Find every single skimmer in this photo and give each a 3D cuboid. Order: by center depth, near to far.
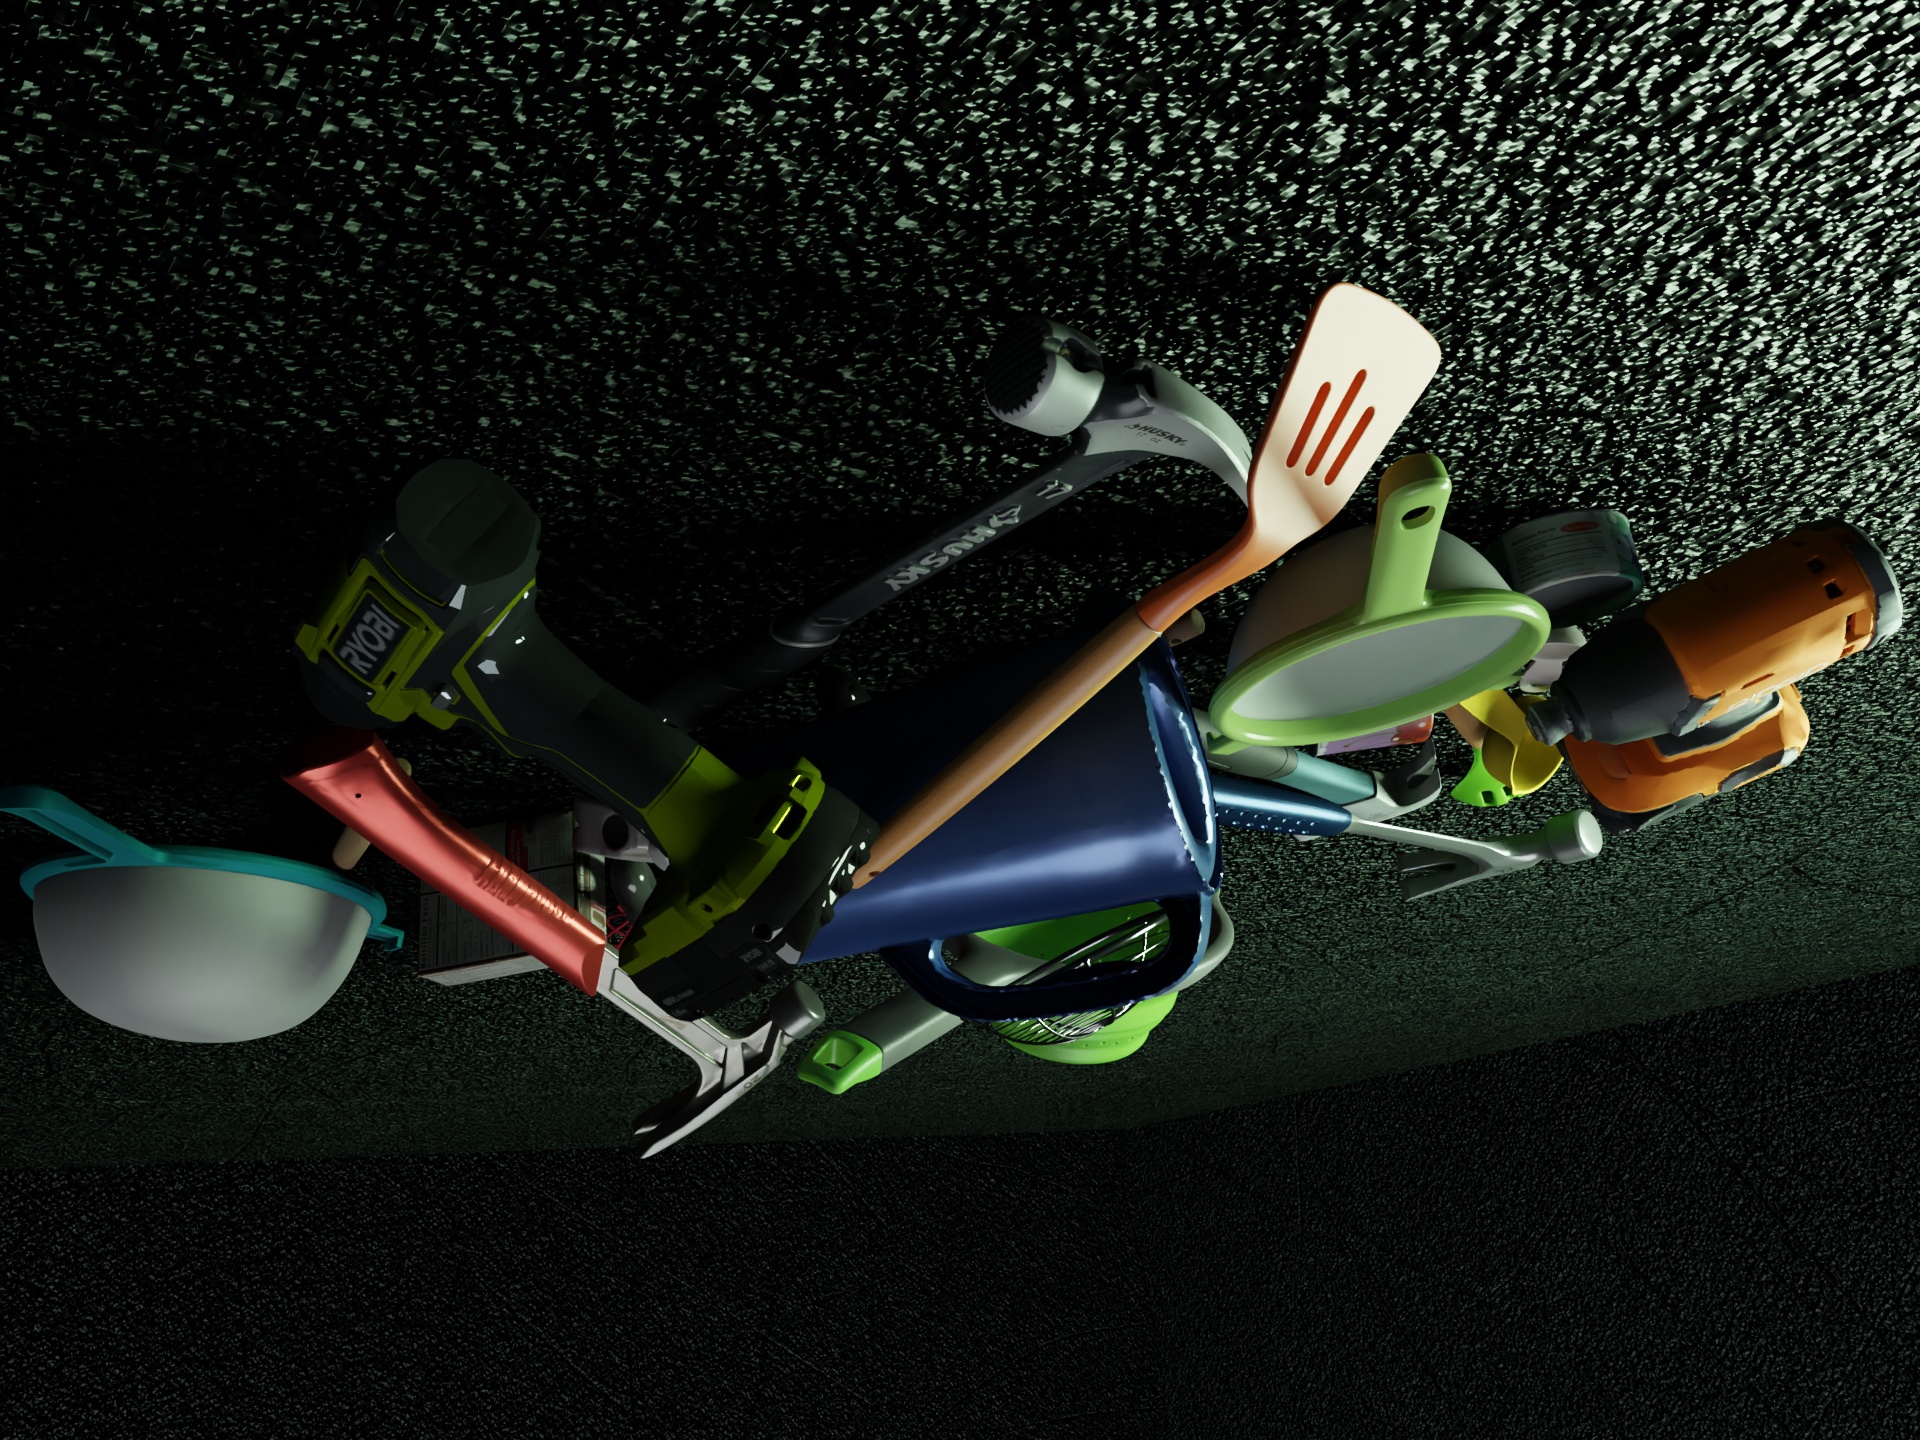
[{"bbox_3d":[-0.047,0.103,0.935,0.363,0.090,0.127,17,-158,34],"label":"skimmer"}]

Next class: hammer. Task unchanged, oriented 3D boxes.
[{"bbox_3d":[-0.051,-0.048,0.693,0.149,0.036,0.409,10,155,-41],"label":"hammer"},{"bbox_3d":[-0.236,0.124,0.891,0.149,0.037,0.358,-38,129,7],"label":"hammer"},{"bbox_3d":[0.185,0.024,0.968,0.128,0.033,0.330,-21,156,36],"label":"hammer"},{"bbox_3d":[-0.044,0.068,0.988,0.386,0.038,0.143,3,179,-37],"label":"hammer"},{"bbox_3d":[0.238,0.067,1.001,0.405,0.035,0.144,12,155,-40],"label":"hammer"}]

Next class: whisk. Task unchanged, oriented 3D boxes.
[{"bbox_3d":[-0.211,0.130,1.063,0.073,0.073,0.295,-3,164,-8],"label":"whisk"}]

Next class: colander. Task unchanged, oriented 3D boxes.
[{"bbox_3d":[0.031,0.184,1.015,0.205,0.094,0.397,16,-160,31],"label":"colander"}]

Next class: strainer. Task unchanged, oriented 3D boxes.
[{"bbox_3d":[0.170,-0.063,0.663,0.151,0.069,0.256,-14,159,5],"label":"strainer"},{"bbox_3d":[-0.471,0.128,0.930,0.211,0.095,0.340,1,160,-2],"label":"strainer"}]

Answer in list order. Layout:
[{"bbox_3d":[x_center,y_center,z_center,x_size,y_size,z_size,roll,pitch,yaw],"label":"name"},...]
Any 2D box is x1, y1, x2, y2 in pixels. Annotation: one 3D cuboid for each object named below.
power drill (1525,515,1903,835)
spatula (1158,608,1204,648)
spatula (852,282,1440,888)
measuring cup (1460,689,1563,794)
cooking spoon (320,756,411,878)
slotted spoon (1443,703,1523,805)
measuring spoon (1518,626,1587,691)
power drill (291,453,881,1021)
[{"bbox_3d":[0.362,-0.010,0.807,0.164,0.084,0.226,-26,159,8],"label":"power drill"},{"bbox_3d":[-0.001,-0.003,0.855,0.316,0.018,0.059,-21,151,39],"label":"spatula"},{"bbox_3d":[0.052,-0.032,0.613,0.081,0.041,0.322,11,137,-46],"label":"spatula"},{"bbox_3d":[0.301,-0.005,0.904,0.156,0.062,0.029,29,-176,-43],"label":"measuring cup"},{"bbox_3d":[-0.372,0.079,0.967,0.068,0.017,0.319,11,155,-27],"label":"cooking spoon"},{"bbox_3d":[0.308,0.004,0.961,0.070,0.031,0.313,-28,152,17],"label":"slotted spoon"},{"bbox_3d":[0.324,-0.035,0.882,0.034,0.018,0.124,2,169,14],"label":"measuring spoon"},{"bbox_3d":[-0.157,0.015,0.633,0.223,0.080,0.171,42,140,-12],"label":"power drill"}]
